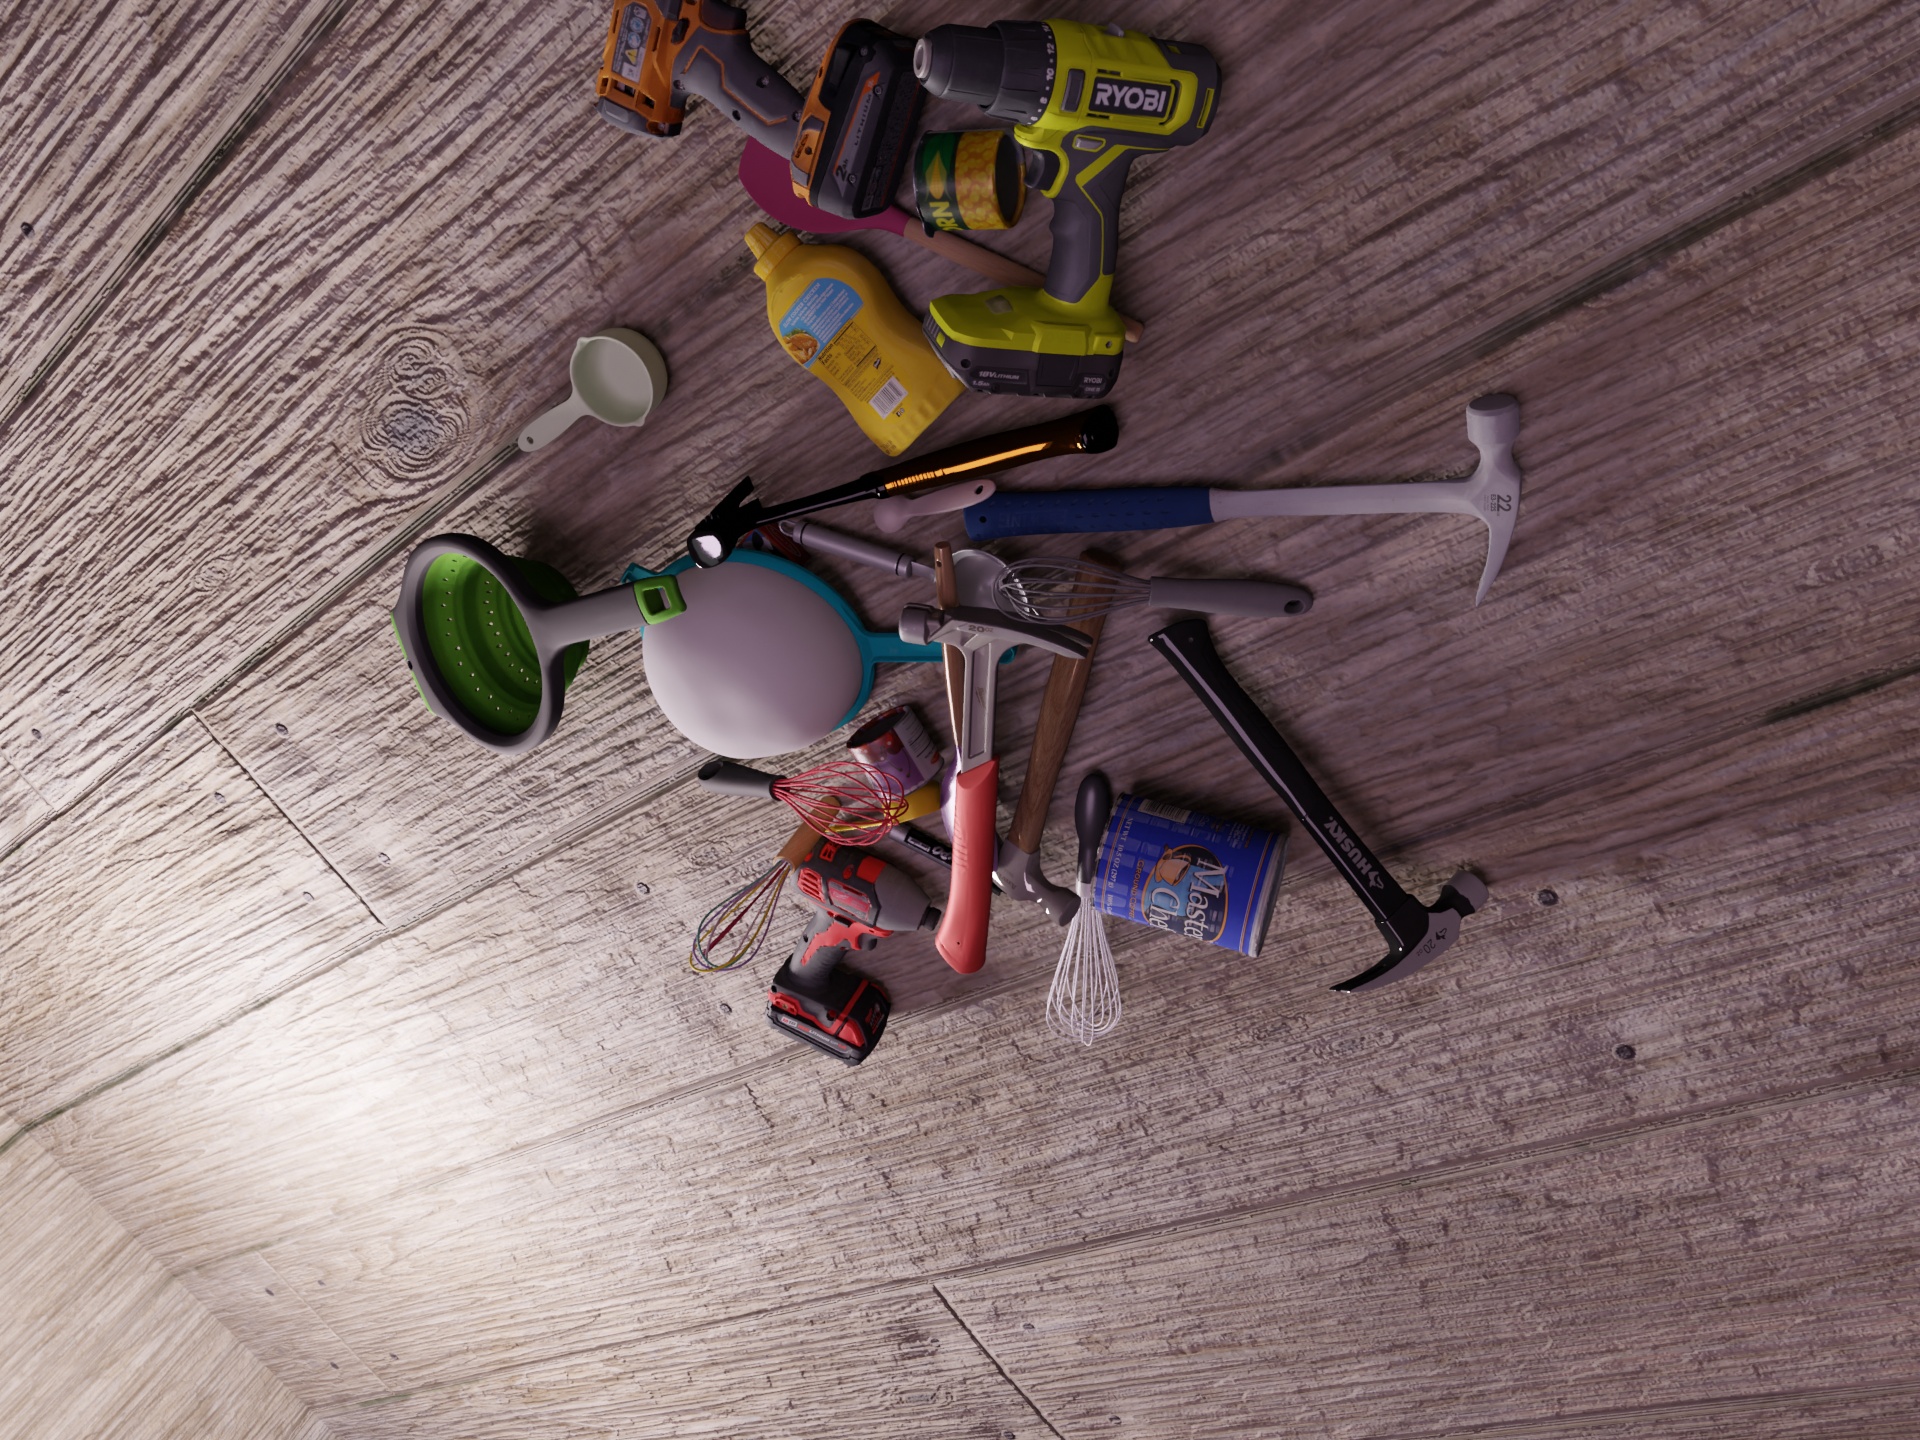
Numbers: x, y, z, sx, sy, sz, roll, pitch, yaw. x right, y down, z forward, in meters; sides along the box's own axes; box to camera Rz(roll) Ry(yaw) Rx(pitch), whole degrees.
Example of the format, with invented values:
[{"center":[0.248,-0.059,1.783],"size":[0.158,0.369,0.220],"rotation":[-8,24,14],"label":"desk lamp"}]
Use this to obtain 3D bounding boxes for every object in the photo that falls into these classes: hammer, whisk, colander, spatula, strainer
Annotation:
[{"center":[-0.041,-0.187,1.217],"size":[0.337,0.127,0.034],"rotation":[-11,115,20],"label":"hammer"},{"center":[0.258,0.058,1.228],"size":[0.335,0.146,0.035],"rotation":[51,164,-4],"label":"hammer"},{"center":[0.111,0.171,1.401],"size":[0.070,0.070,0.284],"rotation":[10,120,19],"label":"whisk"},{"center":[-0.342,-0.088,1.375],"size":[0.397,0.094,0.204],"rotation":[-8,106,42],"label":"colander"},{"center":[-0.002,-0.004,1.304],"size":[0.060,0.018,0.315],"rotation":[19,131,32],"label":"spatula"},{"center":[-0.124,-0.036,1.328],"size":[0.340,0.095,0.210],"rotation":[0,131,18],"label":"strainer"},{"center":[-0.035,-0.124,1.280],"size":[0.258,0.050,0.086],"rotation":[20,136,19],"label":"strainer"},{"center":[0.143,-0.093,1.185],"size":[0.239,0.055,0.055],"rotation":[3,125,2],"label":"whisk"},{"center":[-0.148,0.062,1.395],"size":[0.296,0.073,0.073],"rotation":[7,128,49],"label":"whisk"},{"center":[0.022,0.069,1.309],"size":[0.149,0.037,0.358],"rotation":[11,126,13],"label":"hammer"},{"center":[0.074,0.010,1.307],"size":[0.130,0.031,0.331],"rotation":[32,127,28],"label":"hammer"},{"center":[0.195,-0.151,1.156],"size":[0.405,0.035,0.144],"rotation":[1,121,24],"label":"hammer"},{"center":[-0.167,0.138,1.382],"size":[0.051,0.245,0.047],"rotation":[47,128,-10],"label":"whisk"}]

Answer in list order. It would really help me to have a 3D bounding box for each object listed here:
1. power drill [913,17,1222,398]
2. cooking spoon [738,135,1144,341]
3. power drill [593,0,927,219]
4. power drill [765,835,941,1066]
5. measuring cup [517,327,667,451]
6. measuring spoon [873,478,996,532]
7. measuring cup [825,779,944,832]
[{"center":[0.049,-0.329,1.019],"size":[0.190,0.080,0.228],"rotation":[-2,127,-21],"label":"power drill"},{"center":[-0.015,-0.342,1.136],"size":[0.319,0.017,0.068],"rotation":[27,110,6],"label":"cooking spoon"},{"center":[-0.134,-0.461,1.076],"size":[0.226,0.084,0.185],"rotation":[28,121,12],"label":"power drill"},{"center":[-0.104,0.219,1.521],"size":[0.143,0.079,0.219],"rotation":[23,125,9],"label":"power drill"},{"center":[-0.307,-0.266,1.313],"size":[0.167,0.038,0.083],"rotation":[-23,110,37],"label":"measuring cup"},{"center":[-0.024,-0.172,1.232],"size":[0.124,0.034,0.018],"rotation":[-7,159,41],"label":"measuring spoon"},{"center":[-0.076,0.079,1.436],"size":[0.156,0.062,0.029],"rotation":[-13,93,44],"label":"measuring cup"}]
